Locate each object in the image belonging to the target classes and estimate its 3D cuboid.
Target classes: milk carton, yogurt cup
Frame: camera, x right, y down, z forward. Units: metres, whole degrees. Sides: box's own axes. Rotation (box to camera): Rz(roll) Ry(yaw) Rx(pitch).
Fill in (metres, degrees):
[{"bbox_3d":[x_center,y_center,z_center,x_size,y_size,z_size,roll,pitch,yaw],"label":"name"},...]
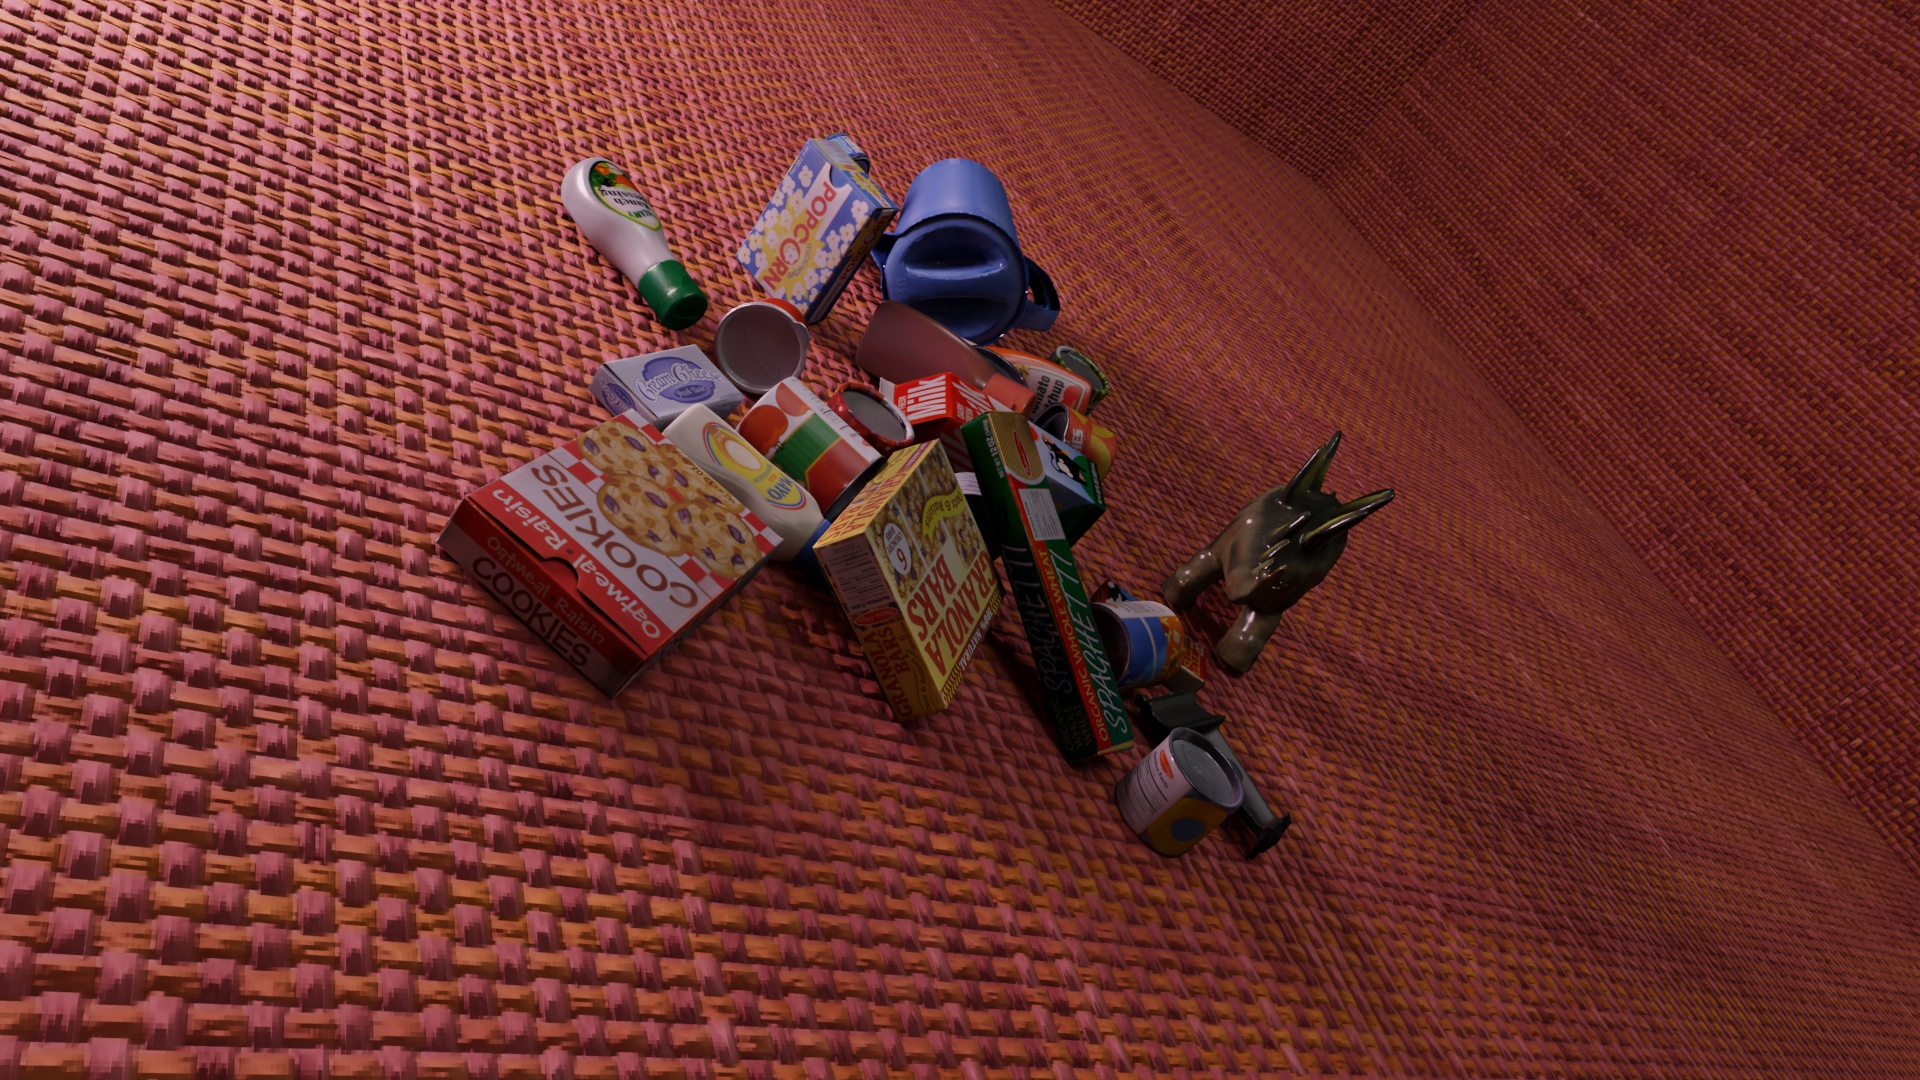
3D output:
[{"bbox_3d":[0.015,-0.063,1.085,0.190,0.073,0.073,30,29,-20],"label":"milk carton"},{"bbox_3d":[-0.142,-0.146,1.017,0.072,0.072,0.054,37,19,-10],"label":"yogurt cup"}]

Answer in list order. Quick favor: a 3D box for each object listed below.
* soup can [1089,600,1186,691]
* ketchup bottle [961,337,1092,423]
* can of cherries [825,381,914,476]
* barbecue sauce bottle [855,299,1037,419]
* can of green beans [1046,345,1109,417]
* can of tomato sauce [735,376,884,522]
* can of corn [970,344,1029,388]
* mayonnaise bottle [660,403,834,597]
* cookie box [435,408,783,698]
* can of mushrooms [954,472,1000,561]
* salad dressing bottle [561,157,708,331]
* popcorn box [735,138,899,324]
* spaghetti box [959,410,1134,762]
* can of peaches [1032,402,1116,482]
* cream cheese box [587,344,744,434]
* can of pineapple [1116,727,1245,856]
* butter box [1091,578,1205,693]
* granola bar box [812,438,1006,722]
[{"bbox_3d":[0.117,0.080,1.019,0.084,0.071,0.071,2,47,-53],"label":"soup can"},{"bbox_3d":[0.042,-0.145,1.260,0.149,0.064,0.043,23,6,-16],"label":"ketchup bottle"},{"bbox_3d":[-0.077,-0.071,0.994,0.071,0.058,0.072,32,28,-19],"label":"can of cherries"},{"bbox_3d":[-0.010,-0.138,1.137,0.149,0.064,0.044,29,16,11],"label":"barbecue sauce bottle"},{"bbox_3d":[0.101,-0.144,1.332,0.071,0.057,0.071,31,29,-19],"label":"can of green beans"},{"bbox_3d":[-0.105,-0.058,0.934,0.083,0.071,0.071,42,27,3],"label":"can of tomato sauce"},{"bbox_3d":[0.014,-0.126,1.193,0.071,0.058,0.071,31,29,-19],"label":"can of corn"},{"bbox_3d":[-0.125,-0.023,0.879,0.148,0.041,0.065,39,27,-6],"label":"mayonnaise bottle"},{"bbox_3d":[-0.186,0.000,0.768,0.123,0.040,0.168,41,27,0],"label":"cookie box"},{"bbox_3d":[0.004,-0.013,1.008,0.071,0.070,0.033,30,28,-21],"label":"can of mushrooms"},{"bbox_3d":[-0.237,-0.216,1.017,0.148,0.043,0.064,52,28,20],"label":"salad dressing bottle"},{"bbox_3d":[-0.118,-0.250,1.130,0.085,0.126,0.038,48,32,14],"label":"popcorn box"},{"bbox_3d":[0.059,0.030,0.961,0.050,0.028,0.250,-2,71,-54],"label":"spaghetti box"},{"bbox_3d":[0.096,-0.078,1.219,0.058,0.071,0.071,28,30,-27],"label":"can of peaches"},{"bbox_3d":[-0.193,-0.099,0.922,0.053,0.024,0.104,45,27,8],"label":"cream cheese box"},{"bbox_3d":[0.148,0.170,0.932,0.071,0.057,0.071,31,29,-19],"label":"can of pineapple"},{"bbox_3d":[0.149,0.078,1.104,0.103,0.024,0.053,35,28,-11],"label":"butter box"},{"bbox_3d":[-0.028,0.021,0.890,0.124,0.039,0.166,66,23,-16],"label":"granola bar box"}]
